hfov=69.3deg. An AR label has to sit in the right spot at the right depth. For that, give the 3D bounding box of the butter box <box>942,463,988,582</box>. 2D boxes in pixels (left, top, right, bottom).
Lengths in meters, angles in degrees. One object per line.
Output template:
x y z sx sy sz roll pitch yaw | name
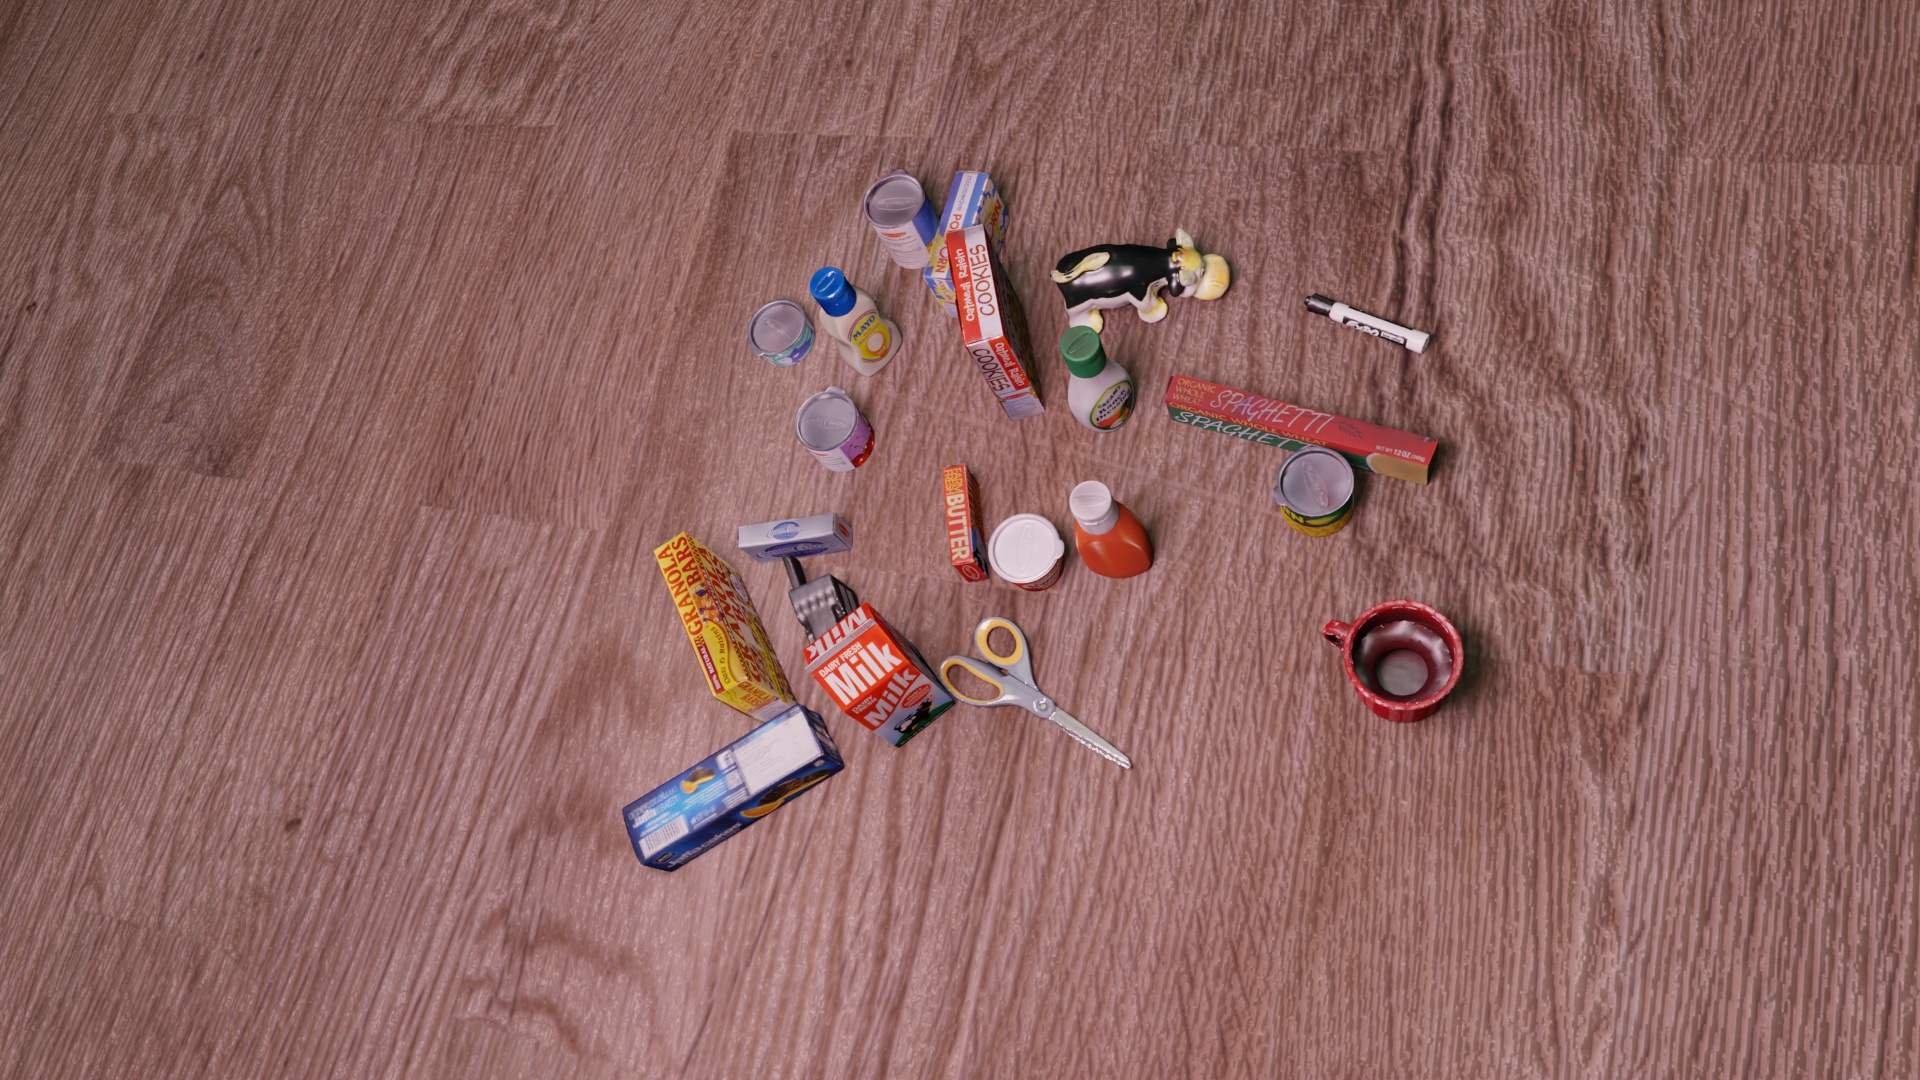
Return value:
0.005 -0.017 1.331 0.024 0.053 0.104 -11 67 13 | butter box

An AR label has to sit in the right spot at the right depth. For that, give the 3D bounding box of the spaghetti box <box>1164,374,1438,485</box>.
0.308 -0.103 1.273 0.250 0.050 0.029 17 76 22 | spaghetti box

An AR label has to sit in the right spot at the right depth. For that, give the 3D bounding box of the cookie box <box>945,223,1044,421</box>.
0.034 -0.205 1.331 0.040 0.167 0.123 -15 67 12 | cookie box

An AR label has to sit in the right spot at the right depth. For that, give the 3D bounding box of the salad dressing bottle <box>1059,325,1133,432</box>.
0.125 -0.150 1.293 0.064 0.147 0.044 -42 64 -1 | salad dressing bottle

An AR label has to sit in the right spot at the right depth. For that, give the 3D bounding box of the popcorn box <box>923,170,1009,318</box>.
0.008 -0.301 1.421 0.038 0.085 0.127 10 73 20 | popcorn box

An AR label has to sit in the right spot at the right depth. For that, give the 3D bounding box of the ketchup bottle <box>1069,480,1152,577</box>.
0.130 -0.009 1.237 0.065 0.148 0.043 -2 70 16 | ketchup bottle

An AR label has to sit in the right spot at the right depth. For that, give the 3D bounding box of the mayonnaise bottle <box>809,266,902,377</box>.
-0.108 -0.221 1.391 0.041 0.147 0.065 40 85 25 | mayonnaise bottle

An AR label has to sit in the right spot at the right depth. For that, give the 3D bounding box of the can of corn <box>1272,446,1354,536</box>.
0.316 -0.042 1.243 0.071 0.058 0.071 -6 69 15 | can of corn

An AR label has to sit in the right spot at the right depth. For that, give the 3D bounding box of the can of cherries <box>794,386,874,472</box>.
-0.125 -0.112 1.404 0.071 0.058 0.072 -6 69 15 | can of cherries

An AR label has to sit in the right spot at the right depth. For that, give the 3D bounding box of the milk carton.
-0.075 0.116 1.228 0.072 0.190 0.073 -38 64 1 | milk carton

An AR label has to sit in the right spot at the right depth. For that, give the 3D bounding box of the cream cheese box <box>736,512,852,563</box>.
-0.163 -0.002 1.376 0.104 0.053 0.024 -8 68 14 | cream cheese box

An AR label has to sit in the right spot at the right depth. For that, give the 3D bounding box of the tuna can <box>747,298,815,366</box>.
-0.192 -0.219 1.479 0.071 0.032 0.071 -6 68 15 | tuna can

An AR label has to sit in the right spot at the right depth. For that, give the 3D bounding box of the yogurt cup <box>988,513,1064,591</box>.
0.065 0.015 1.300 0.072 0.054 0.072 -6 69 15 | yogurt cup

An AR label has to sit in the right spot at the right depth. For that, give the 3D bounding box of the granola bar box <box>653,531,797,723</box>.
-0.223 0.086 1.321 0.039 0.124 0.166 -30 64 4 | granola bar box

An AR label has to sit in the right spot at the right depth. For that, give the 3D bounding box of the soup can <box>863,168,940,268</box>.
-0.056 -0.336 1.455 0.071 0.083 0.071 -6 69 15 | soup can
